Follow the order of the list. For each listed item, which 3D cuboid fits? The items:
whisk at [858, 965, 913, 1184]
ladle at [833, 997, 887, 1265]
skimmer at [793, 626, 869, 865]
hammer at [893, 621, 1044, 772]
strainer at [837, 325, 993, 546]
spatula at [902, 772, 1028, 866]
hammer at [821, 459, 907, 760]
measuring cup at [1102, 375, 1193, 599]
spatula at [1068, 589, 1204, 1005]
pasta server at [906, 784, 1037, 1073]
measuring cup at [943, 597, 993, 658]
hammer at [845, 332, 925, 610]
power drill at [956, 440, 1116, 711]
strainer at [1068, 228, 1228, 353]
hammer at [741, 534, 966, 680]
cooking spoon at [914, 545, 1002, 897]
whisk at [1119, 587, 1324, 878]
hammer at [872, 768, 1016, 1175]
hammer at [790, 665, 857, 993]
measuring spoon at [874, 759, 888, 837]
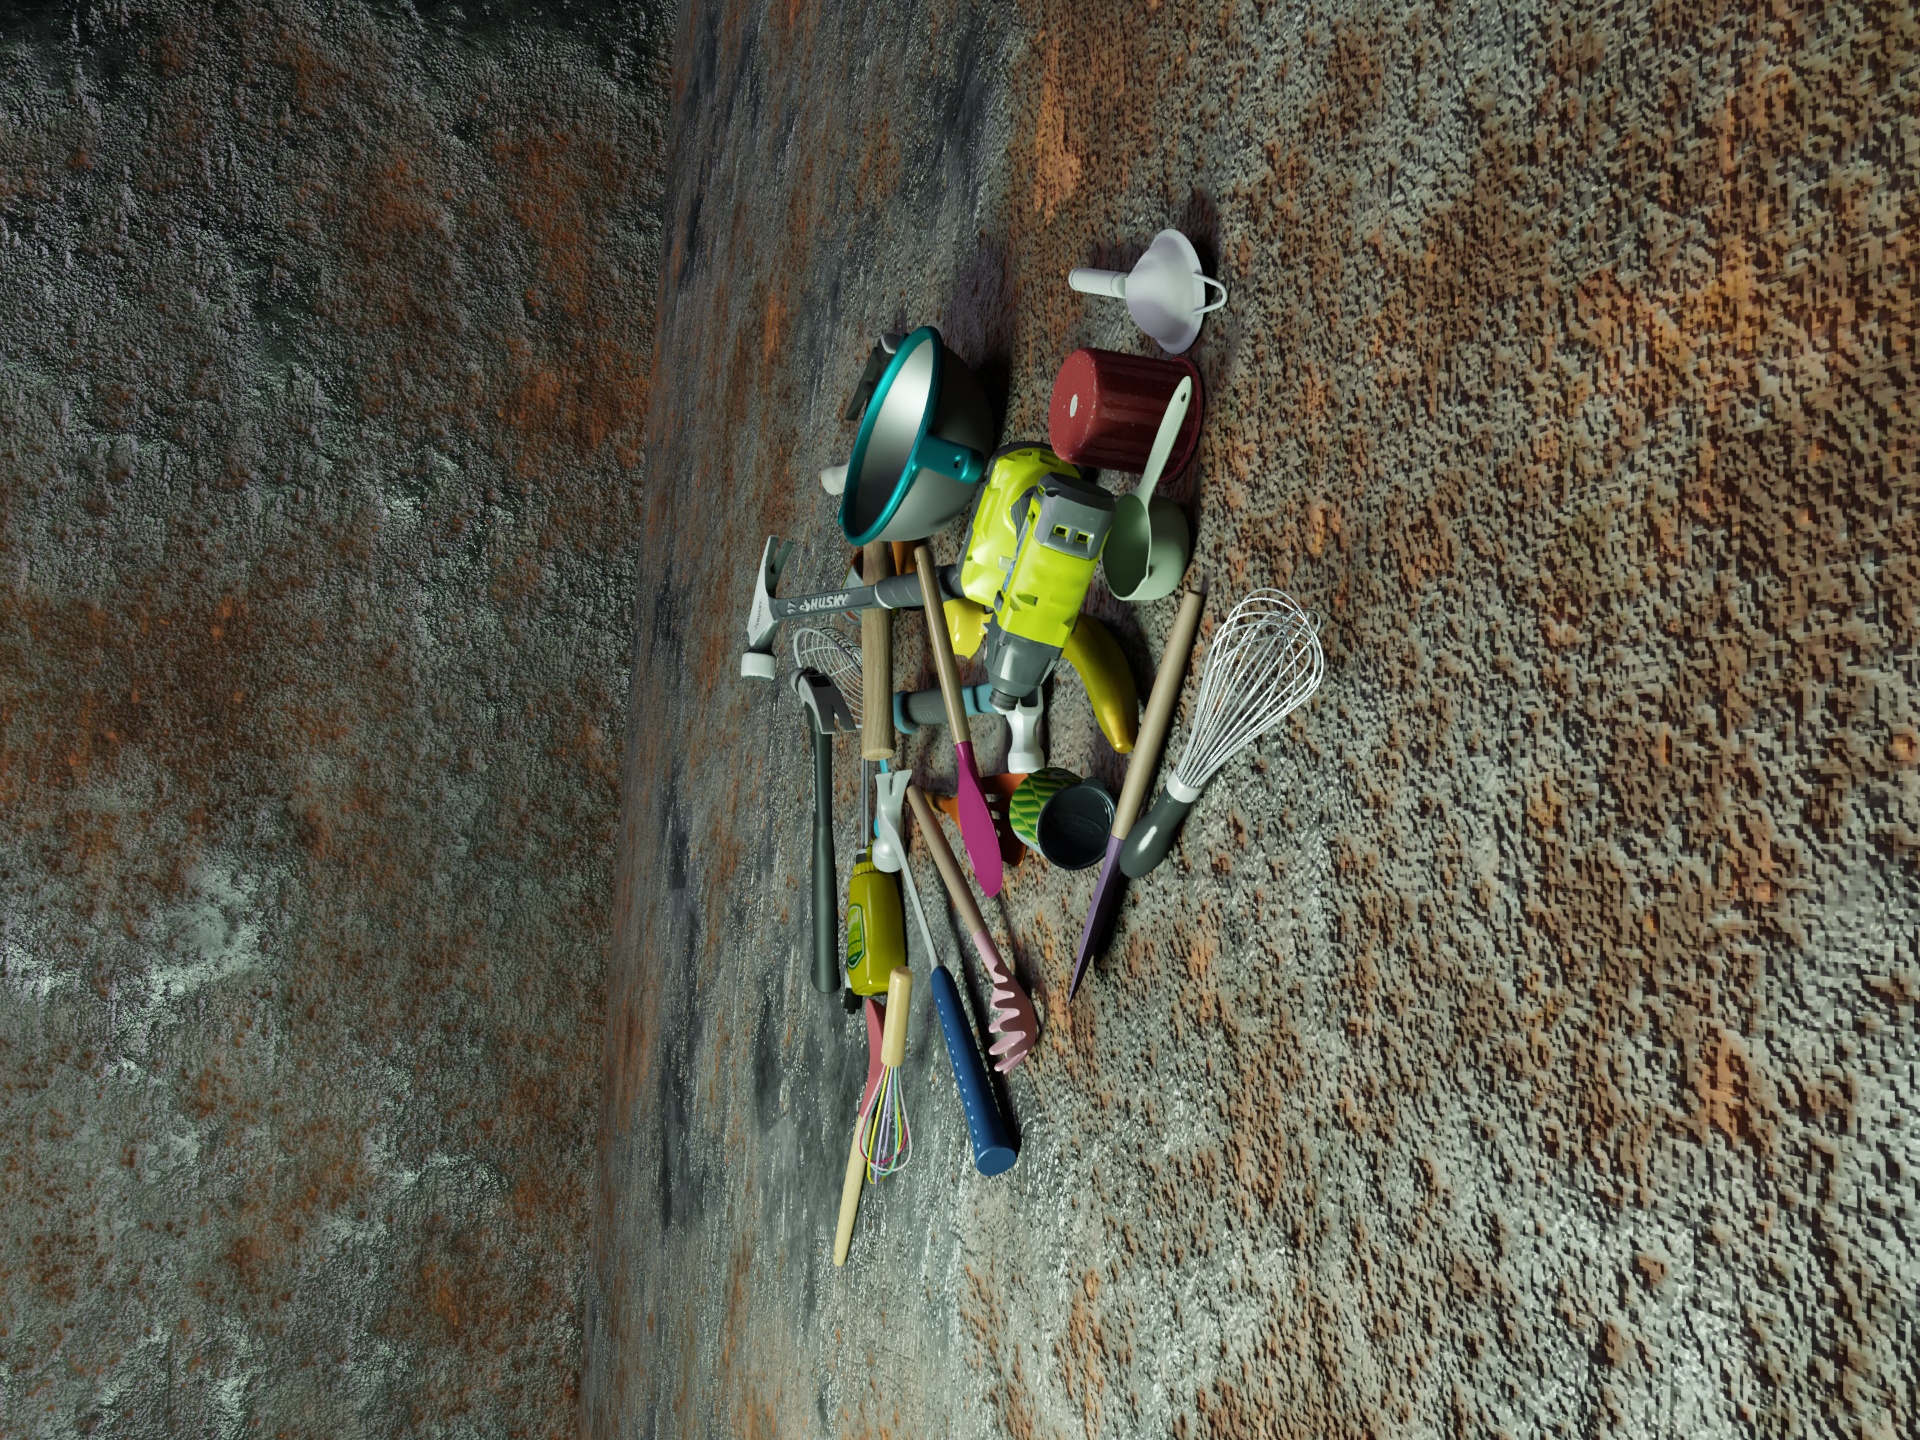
[{"bbox_3d":[-0.064,0.333,1.487,0.051,0.047,0.244,43,133,51],"label":"whisk"},{"bbox_3d":[-0.101,0.425,1.620,0.069,0.031,0.315,-126,44,-63],"label":"ladle"},{"bbox_3d":[-0.130,0.079,1.681,0.127,0.090,0.363,144,127,-62],"label":"skimmer"},{"bbox_3d":[-0.001,-0.015,1.442,0.331,0.033,0.128,174,94,-70],"label":"hammer"},{"bbox_3d":[-0.009,-0.233,1.417,0.211,0.095,0.341,-69,22,8],"label":"strainer"},{"bbox_3d":[-0.009,0.078,1.470,0.323,0.041,0.081,-175,90,-73],"label":"spatula"},{"bbox_3d":[-0.081,-0.123,1.572,0.130,0.031,0.331,-16,67,37],"label":"hammer"},{"bbox_3d":[0.144,-0.158,1.096,0.083,0.038,0.167,-115,34,-49],"label":"measuring cup"},{"bbox_3d":[0.121,0.058,1.127,0.060,0.018,0.315,-43,-30,-69],"label":"spatula"},{"bbox_3d":[0.001,0.165,1.358,0.317,0.040,0.060,-117,22,-44],"label":"pasta server"},{"bbox_3d":[0.016,-0.089,1.426,0.156,0.029,0.062,-179,94,-69],"label":"measuring cup"},{"bbox_3d":[-0.071,-0.250,1.684,0.127,0.034,0.337,122,146,-48],"label":"hammer"},{"bbox_3d":[0.050,-0.115,1.192,0.223,0.080,0.171,-99,26,-68],"label":"power drill"},{"bbox_3d":[0.124,-0.325,1.194,0.259,0.050,0.086,-131,35,-66],"label":"strainer"},{"bbox_3d":[-0.082,-0.123,1.513,0.409,0.036,0.149,-3,78,50],"label":"hammer"},{"bbox_3d":[-0.002,-0.004,1.370,0.068,0.017,0.319,134,127,-62],"label":"cooking spoon"},{"bbox_3d":[0.156,0.020,1.016,0.284,0.070,0.070,114,152,-49],"label":"whisk"},{"bbox_3d":[-0.022,0.215,1.421,0.406,0.035,0.144,-111,17,-44],"label":"hammer"},{"bbox_3d":[-0.139,0.121,1.625,0.146,0.035,0.334,-141,48,-66],"label":"hammer"},{"bbox_3d":[-0.083,0.068,1.609,0.042,0.021,0.128,-137,38,-70],"label":"measuring spoon"}]
